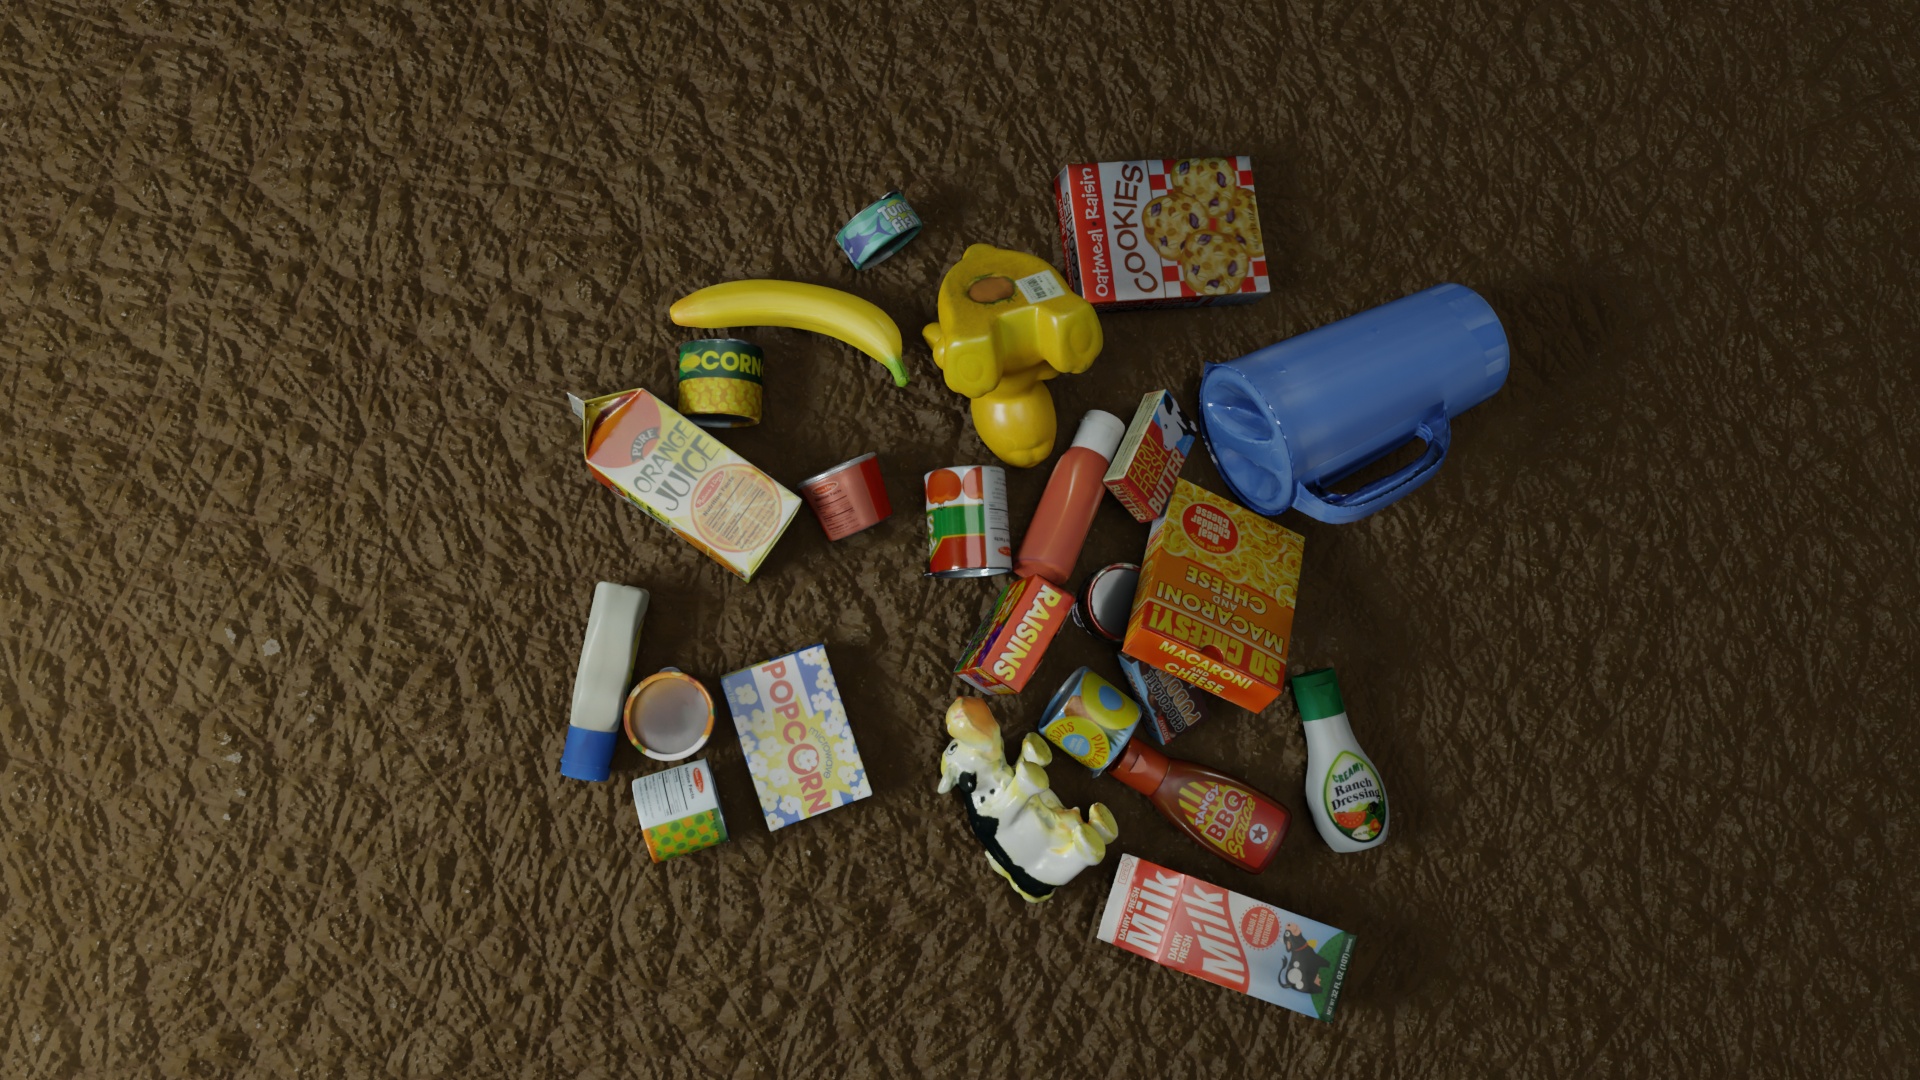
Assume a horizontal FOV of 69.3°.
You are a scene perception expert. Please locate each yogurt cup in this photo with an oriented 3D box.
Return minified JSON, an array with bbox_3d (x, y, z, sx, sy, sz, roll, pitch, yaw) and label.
[{"bbox_3d":[-0.089,-0.034,1.103,0.072,0.072,0.054,-24,95,-12],"label":"yogurt cup"}]

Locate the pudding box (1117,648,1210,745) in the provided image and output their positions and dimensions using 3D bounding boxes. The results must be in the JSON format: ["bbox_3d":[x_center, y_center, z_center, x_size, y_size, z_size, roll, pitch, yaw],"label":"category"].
[{"bbox_3d":[0.165,0.117,1.127,0.050,0.030,0.083,-27,113,-12],"label":"pudding box"}]

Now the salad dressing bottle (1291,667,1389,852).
[{"bbox_3d":[0.311,0.181,1.153,0.064,0.044,0.147,-14,85,-11],"label":"salad dressing bottle"}]

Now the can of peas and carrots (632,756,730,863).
[{"bbox_3d":[-0.210,0.205,1.050,0.059,0.071,0.071,-16,86,-11],"label":"can of peas and carrots"}]

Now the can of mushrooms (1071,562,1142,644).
[{"bbox_3d":[0.129,0.053,1.144,0.071,0.033,0.071,1,83,-10],"label":"can of mushrooms"}]

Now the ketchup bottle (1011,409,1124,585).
[{"bbox_3d":[0.091,-0.037,1.137,0.043,0.064,0.149,30,70,-16],"label":"ketchup bottle"}]

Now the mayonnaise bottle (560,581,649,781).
[{"bbox_3d":[-0.270,0.106,1.055,0.041,0.064,0.148,11,85,-12],"label":"mayonnaise bottle"}]

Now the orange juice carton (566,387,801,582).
[{"bbox_3d":[-0.222,-0.052,1.077,0.193,0.071,0.073,35,79,-4],"label":"orange juice carton"}]

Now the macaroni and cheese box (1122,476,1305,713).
[{"bbox_3d":[0.206,0.041,1.117,0.124,0.040,0.167,25,49,-5],"label":"macaroni and cheese box"}]

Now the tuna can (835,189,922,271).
[{"bbox_3d":[-0.065,-0.253,1.132,0.071,0.071,0.033,-36,91,-12],"label":"tuna can"}]

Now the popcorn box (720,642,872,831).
[{"bbox_3d":[-0.128,0.153,1.083,0.085,0.038,0.126,-18,86,-12],"label":"popcorn box"}]

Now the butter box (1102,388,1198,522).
[{"bbox_3d":[0.158,-0.070,1.145,0.053,0.024,0.104,45,56,-26],"label":"butter box"}]

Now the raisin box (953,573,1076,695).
[{"bbox_3d":[0.040,0.076,1.079,0.040,0.123,0.086,33,78,-4],"label":"raisin box"}]

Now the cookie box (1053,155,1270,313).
[{"bbox_3d":[0.172,-0.261,1.190,0.168,0.040,0.123,-6,83,-11],"label":"cookie box"}]

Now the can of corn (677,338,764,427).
[{"bbox_3d":[-0.188,-0.123,1.093,0.071,0.071,0.058,2,83,-10],"label":"can of corn"}]

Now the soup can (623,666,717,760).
[{"bbox_3d":[-0.218,0.129,1.048,0.071,0.083,0.071,1,82,-9],"label":"soup can"}]

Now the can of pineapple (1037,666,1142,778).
[{"bbox_3d":[0.102,0.144,1.109,0.058,0.071,0.071,36,78,-3],"label":"can of pineapple"}]

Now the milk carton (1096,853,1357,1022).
[{"bbox_3d":[0.206,0.312,1.102,0.191,0.073,0.072,20,80,-6],"label":"milk carton"}]

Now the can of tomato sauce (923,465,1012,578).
[{"bbox_3d":[0.004,-0.014,1.115,0.071,0.071,0.083,-2,82,-10],"label":"can of tomato sauce"}]

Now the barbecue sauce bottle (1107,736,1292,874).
[{"bbox_3d":[0.192,0.210,1.128,0.148,0.043,0.065,30,85,-4],"label":"barbecue sauce bottle"}]
